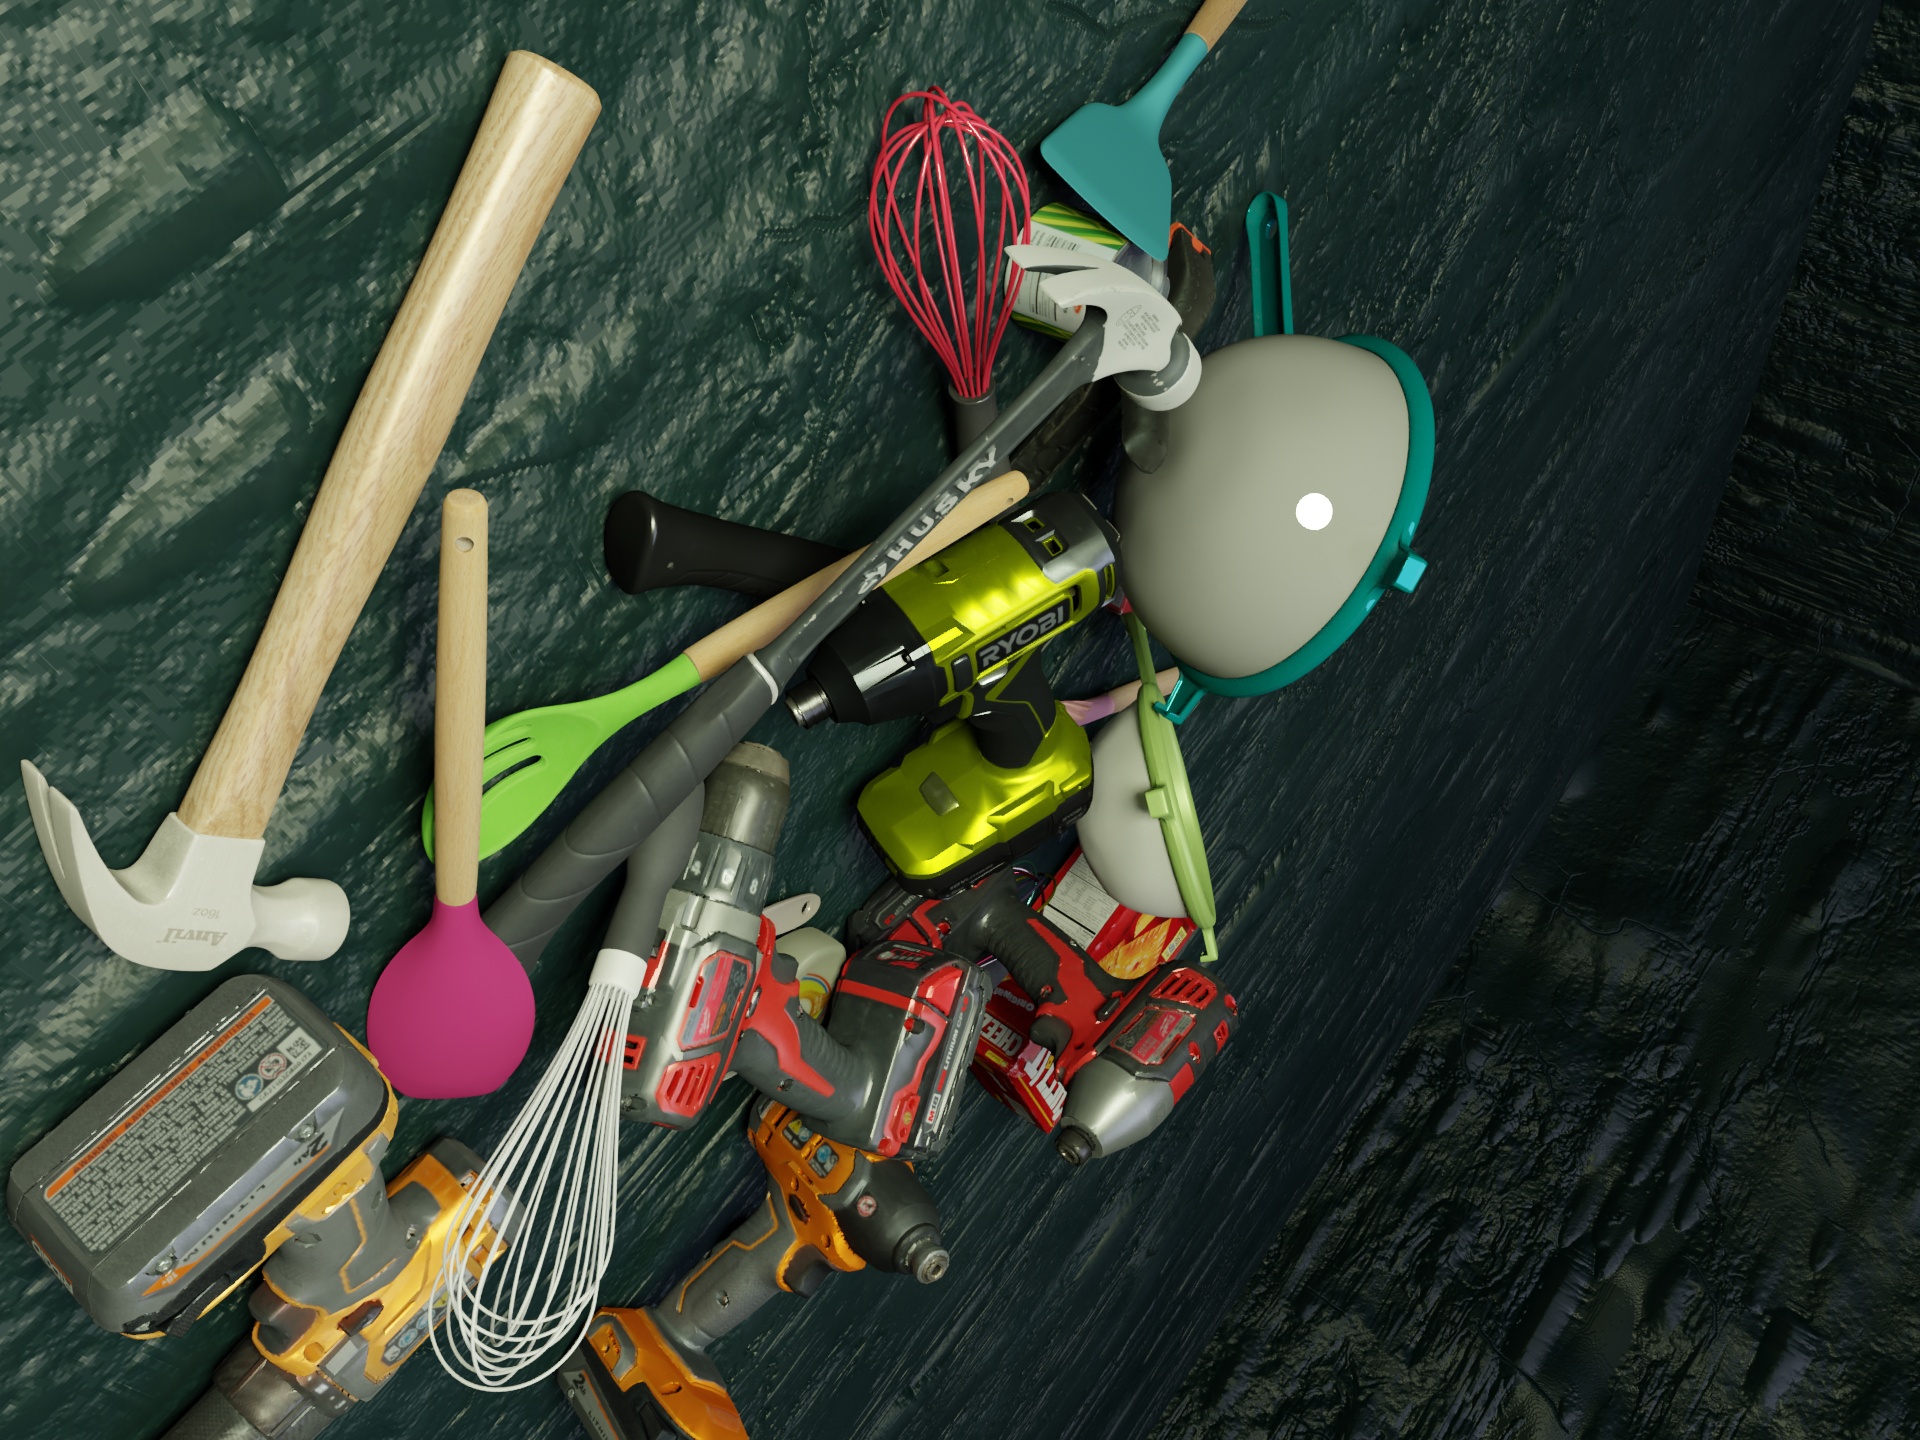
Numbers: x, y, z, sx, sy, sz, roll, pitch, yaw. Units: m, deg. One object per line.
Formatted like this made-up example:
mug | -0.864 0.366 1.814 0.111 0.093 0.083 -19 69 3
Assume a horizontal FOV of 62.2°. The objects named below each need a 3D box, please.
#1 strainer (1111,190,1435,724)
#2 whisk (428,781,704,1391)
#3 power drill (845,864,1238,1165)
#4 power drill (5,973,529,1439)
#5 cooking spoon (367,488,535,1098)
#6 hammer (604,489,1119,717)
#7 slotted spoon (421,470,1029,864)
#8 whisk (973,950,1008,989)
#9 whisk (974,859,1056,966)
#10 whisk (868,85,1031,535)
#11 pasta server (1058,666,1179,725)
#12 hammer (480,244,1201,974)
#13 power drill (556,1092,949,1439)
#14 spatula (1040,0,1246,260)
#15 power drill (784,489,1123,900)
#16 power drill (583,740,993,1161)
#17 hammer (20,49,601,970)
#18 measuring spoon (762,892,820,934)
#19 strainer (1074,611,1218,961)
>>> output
strainer | 0.148 -0.181 0.885 0.095 0.211 0.341 19 58 -27
whisk | -0.159 0.140 0.689 0.070 0.070 0.285 71 27 -55
power drill | 0.042 0.169 0.963 0.143 0.220 0.078 -42 147 -33
power drill | -0.279 0.221 0.631 0.185 0.084 0.226 -46 153 -25
cooking spoon | -0.193 0.049 0.610 0.068 0.017 0.318 1 130 -18
hammer | -0.042 -0.069 0.776 0.146 0.035 0.334 -48 153 21
slotted spoon | -0.095 -0.034 0.688 0.314 0.031 0.070 -32 152 -21
whisk | -0.025 0.216 1.088 0.239 0.055 0.055 -40 146 -43
whisk | -0.021 0.171 1.055 0.245 0.047 0.051 -39 146 -31
whisk | 0.004 -0.174 0.763 0.073 0.073 0.295 -50 156 -21
pasta server | 0.122 -0.012 1.132 0.316 0.040 0.060 -19 142 -54
hammer | -0.070 -0.030 0.649 0.409 0.036 0.149 -44 161 10
power drill | -0.111 0.330 0.908 0.226 0.164 0.084 -51 133 -7
spatula | 0.141 -0.371 0.821 0.317 0.082 0.044 -57 -163 -15
power drill | -0.001 -0.003 0.819 0.171 0.080 0.223 -31 151 -14
power drill | -0.080 0.129 0.828 0.226 0.080 0.188 32 71 -48
hammer | -0.206 -0.066 0.535 0.130 0.031 0.331 17 100 -62
measuring spoon | -0.114 0.109 0.876 0.124 0.018 0.034 -7 115 -65
strainer | 0.100 0.021 0.991 0.257 0.069 0.151 -95 166 -47
